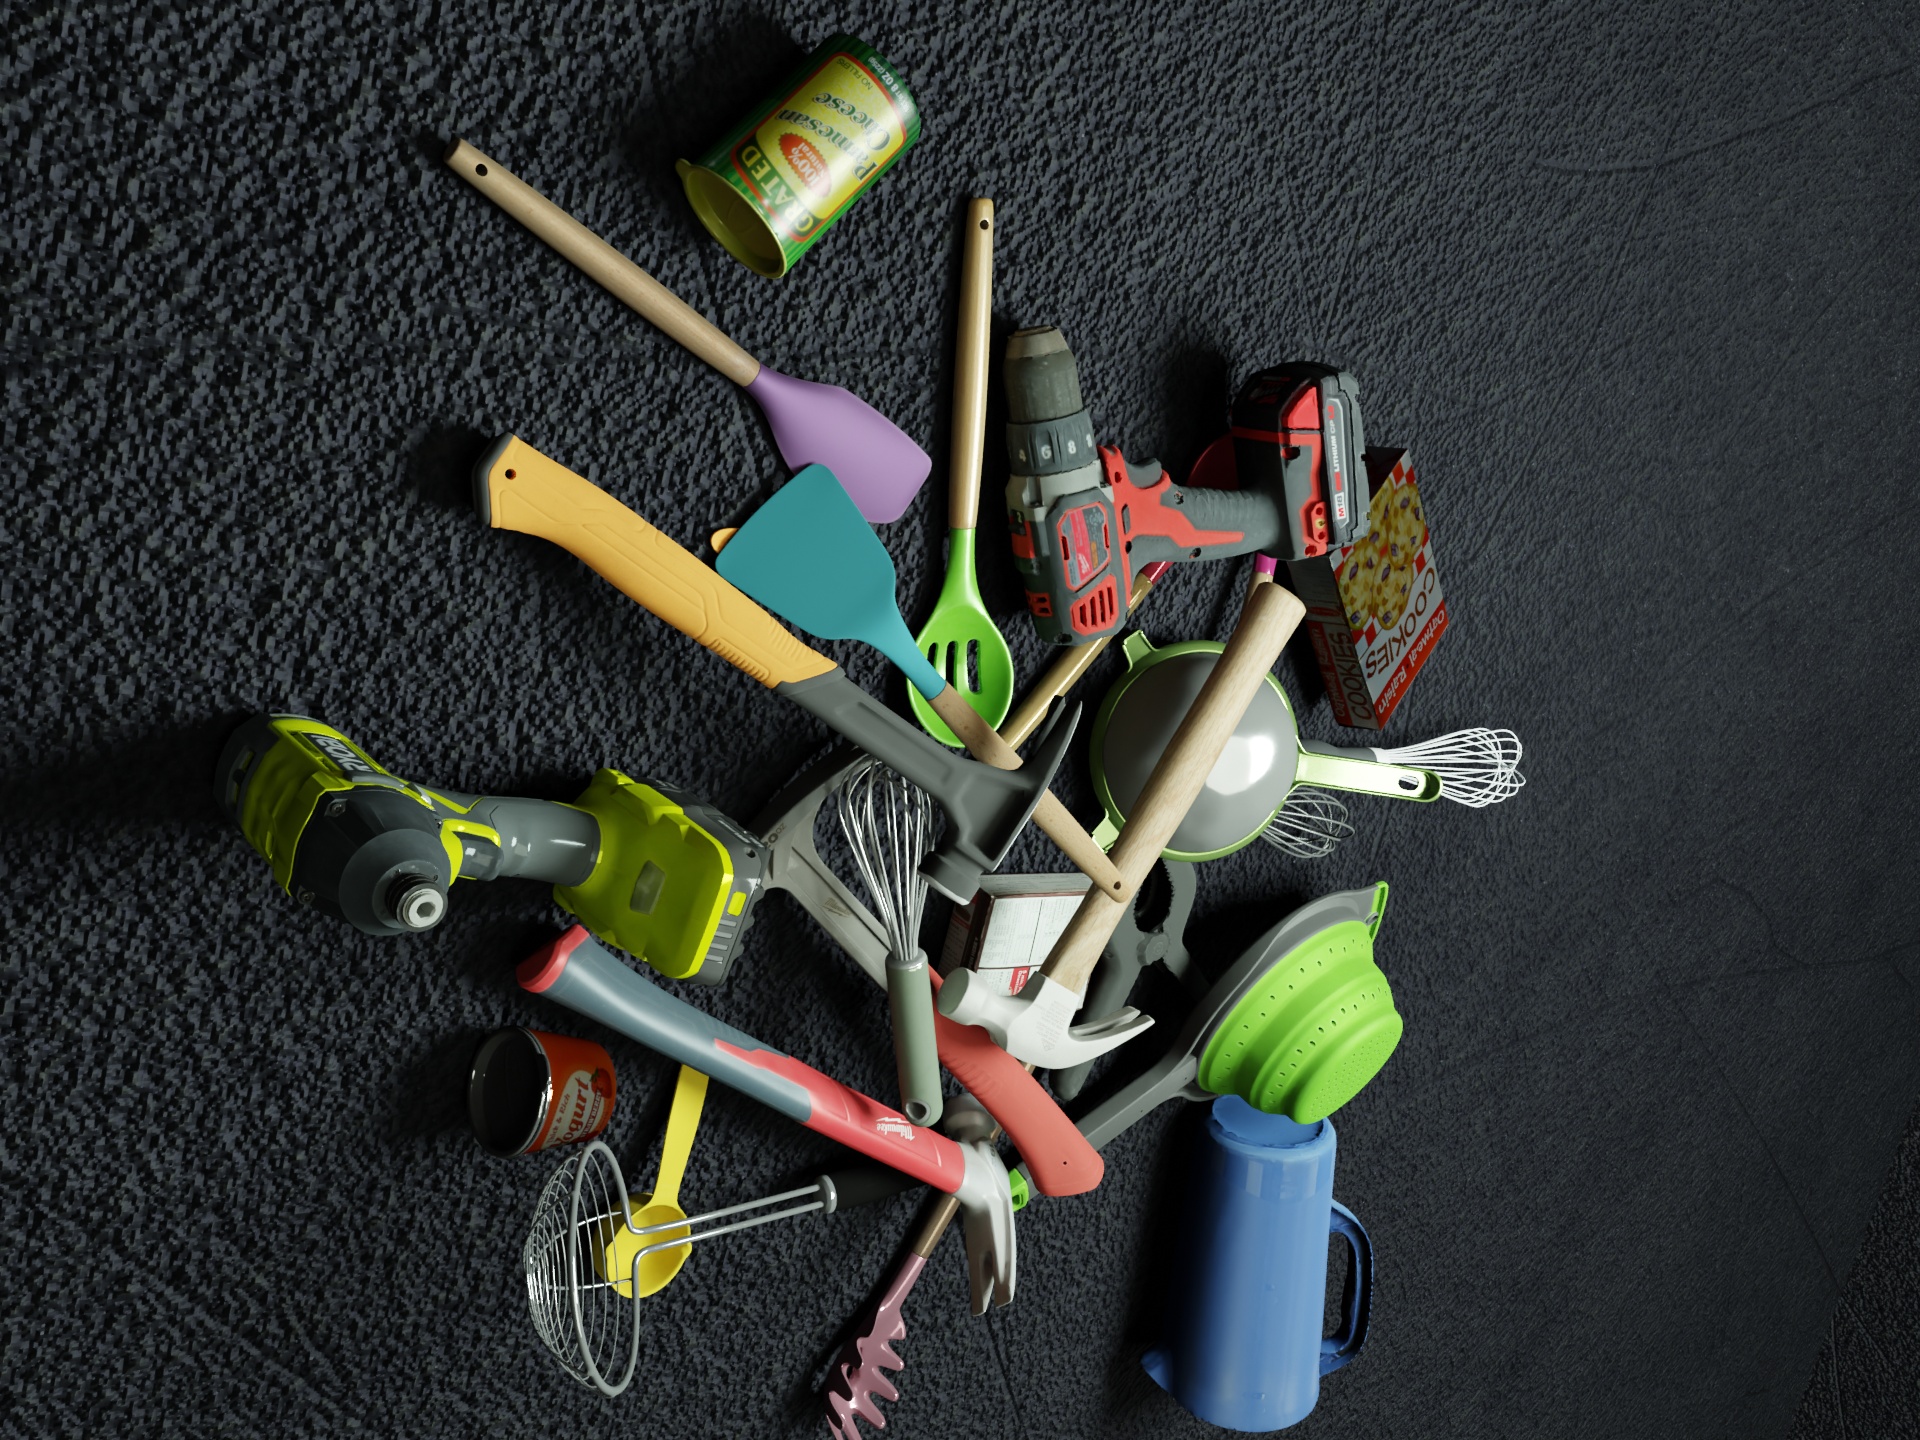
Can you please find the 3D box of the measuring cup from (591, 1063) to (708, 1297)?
[{"bbox_3d":[-0.178,0.258,0.938,0.062,0.029,0.156,19,83,-45],"label":"measuring cup"}]

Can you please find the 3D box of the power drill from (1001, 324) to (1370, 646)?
[{"bbox_3d":[0.129,-0.161,0.966,0.226,0.080,0.187,-18,110,-19],"label":"power drill"}]

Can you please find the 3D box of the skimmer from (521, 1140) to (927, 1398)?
[{"bbox_3d":[-0.104,0.290,0.932,0.363,0.090,0.127,3,75,-49],"label":"skimmer"}]

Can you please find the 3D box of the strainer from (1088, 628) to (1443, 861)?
[{"bbox_3d":[0.216,0.031,1.059,0.256,0.069,0.151,8,94,-13],"label":"strainer"}]

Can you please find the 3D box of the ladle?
[{"bbox_3d":[0.104,-0.071,1.029,0.315,0.031,0.069,-49,122,-11],"label":"ladle"}]

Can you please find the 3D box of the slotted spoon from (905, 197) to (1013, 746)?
[{"bbox_3d":[0.004,-0.138,0.921,0.070,0.031,0.313,-4,108,-23],"label":"slotted spoon"}]

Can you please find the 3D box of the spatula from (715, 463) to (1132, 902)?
[{"bbox_3d":[-0.001,-0.003,0.895,0.082,0.044,0.317,-47,115,-10],"label":"spatula"}]

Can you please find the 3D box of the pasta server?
[{"bbox_3d":[-0.010,0.347,1.095,0.316,0.040,0.060,-60,144,-5],"label":"pasta server"}]

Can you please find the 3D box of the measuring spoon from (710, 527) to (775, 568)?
[{"bbox_3d":[-0.089,-0.087,0.878,0.116,0.011,0.021,12,96,-38],"label":"measuring spoon"}]

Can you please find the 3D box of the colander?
[{"bbox_3d":[0.195,0.272,1.160,0.397,0.095,0.204,-31,145,-21],"label":"colander"}]

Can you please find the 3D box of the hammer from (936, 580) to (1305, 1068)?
[{"bbox_3d":[0.120,0.064,0.981,0.130,0.031,0.331,33,86,-26],"label":"hammer"}]

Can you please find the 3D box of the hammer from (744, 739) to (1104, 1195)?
[{"bbox_3d":[-0.009,0.175,0.985,0.149,0.037,0.358,-45,119,-11],"label":"hammer"}]

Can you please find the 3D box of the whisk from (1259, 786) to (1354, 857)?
[{"bbox_3d":[0.202,0.063,1.151,0.238,0.055,0.055,14,98,-38],"label":"whisk"}]

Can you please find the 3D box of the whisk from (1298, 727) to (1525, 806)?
[{"bbox_3d":[0.346,0.035,1.252,0.284,0.070,0.070,3,105,-34],"label":"whisk"}]

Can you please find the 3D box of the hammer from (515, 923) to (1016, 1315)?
[{"bbox_3d":[-0.098,0.229,0.930,0.038,0.143,0.385,-32,132,25],"label":"hammer"}]

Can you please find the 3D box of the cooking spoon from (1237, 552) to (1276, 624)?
[{"bbox_3d":[0.202,-0.076,1.093,0.068,0.017,0.319,12,92,-41],"label":"cooking spoon"}]

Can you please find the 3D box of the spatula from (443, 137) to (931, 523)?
[{"bbox_3d":[-0.126,-0.186,0.801,0.315,0.018,0.060,33,92,-43],"label":"spatula"}]

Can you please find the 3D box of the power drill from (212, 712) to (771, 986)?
[{"bbox_3d":[-0.206,0.064,0.735,0.223,0.171,0.080,15,97,-45],"label":"power drill"}]

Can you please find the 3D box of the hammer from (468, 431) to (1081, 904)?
[{"bbox_3d":[-0.092,-0.041,0.803,0.336,0.034,0.127,35,84,-22],"label":"hammer"}]

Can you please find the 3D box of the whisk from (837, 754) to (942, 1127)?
[{"bbox_3d":[-0.032,0.129,0.916,0.059,0.058,0.246,-52,140,-61],"label":"whisk"}]
